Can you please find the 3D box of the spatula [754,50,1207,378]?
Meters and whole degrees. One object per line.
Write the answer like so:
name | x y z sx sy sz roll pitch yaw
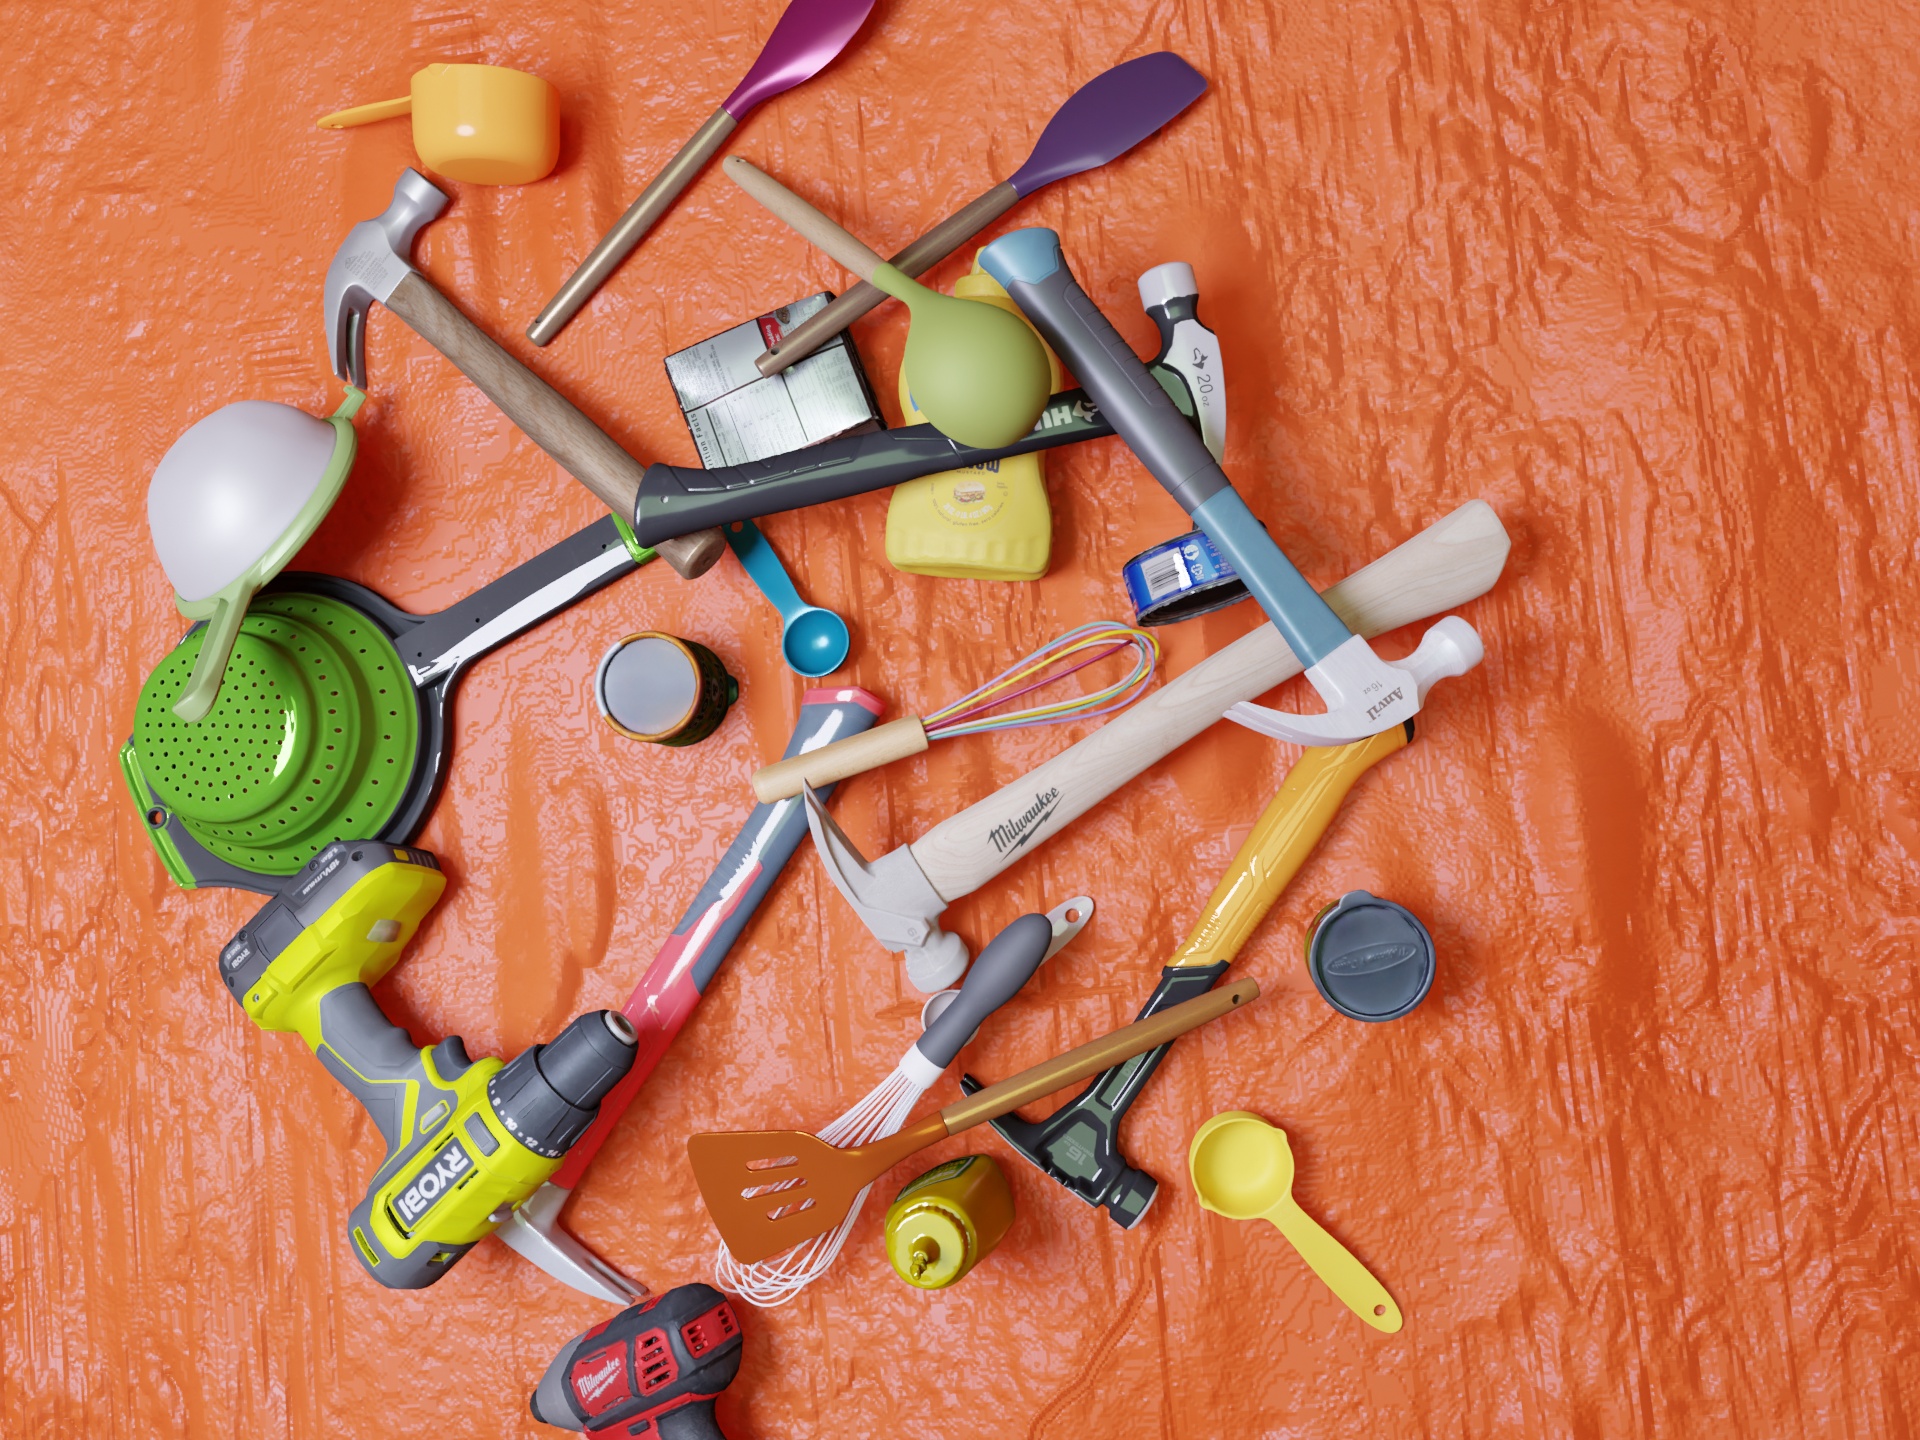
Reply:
spatula | 0.008 -0.298 0.934 0.316 0.018 0.060 -37 64 -5

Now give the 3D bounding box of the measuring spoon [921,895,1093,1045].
measuring spoon | 0.029 0.145 0.927 0.124 0.018 0.034 -40 82 -3

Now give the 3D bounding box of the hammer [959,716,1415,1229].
hammer | 0.140 0.115 0.901 0.127 0.034 0.337 35 91 8

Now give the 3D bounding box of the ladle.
ladle | -0.057 -0.246 0.888 0.078 0.062 0.320 -19 44 -28

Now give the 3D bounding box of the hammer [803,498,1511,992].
hammer | 0.111 -0.008 0.878 0.410 0.038 0.146 -32 114 4

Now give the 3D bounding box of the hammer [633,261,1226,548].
hammer | -0.017 -0.144 0.877 0.335 0.035 0.146 -13 86 0

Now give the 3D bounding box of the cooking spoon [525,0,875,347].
cooking spoon | -0.159 -0.352 0.975 0.319 0.017 0.069 -47 55 6

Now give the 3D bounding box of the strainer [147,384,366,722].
strainer | -0.425 -0.102 0.897 0.151 0.069 0.257 -31 39 18

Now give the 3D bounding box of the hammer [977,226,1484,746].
hammer | 0.124 -0.127 0.835 0.128 0.033 0.331 -36 84 -11

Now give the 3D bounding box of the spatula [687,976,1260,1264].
spatula | 0.012 0.205 0.864 0.322 0.041 0.081 -22 98 -6

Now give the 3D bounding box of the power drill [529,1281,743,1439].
power drill | -0.158 0.441 0.893 0.143 0.078 0.220 -31 78 23

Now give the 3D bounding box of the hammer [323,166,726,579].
hammer | -0.266 -0.194 0.961 0.331 0.031 0.130 41 96 17

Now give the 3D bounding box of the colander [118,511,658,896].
colander | -0.350 -0.034 0.949 0.397 0.094 0.204 -29 83 5

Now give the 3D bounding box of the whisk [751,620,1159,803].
whisk | -0.002 -0.005 0.906 0.245 0.047 0.051 -19 79 -4

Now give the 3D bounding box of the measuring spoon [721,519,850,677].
measuring spoon | -0.107 -0.079 0.961 0.042 0.021 0.129 -36 73 5

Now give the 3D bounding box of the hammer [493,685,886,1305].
hammer | -0.148 0.152 0.937 0.143 0.038 0.386 34 91 8

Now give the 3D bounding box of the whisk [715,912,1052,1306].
whisk | -0.042 0.218 0.895 0.070 0.070 0.284 40 97 9

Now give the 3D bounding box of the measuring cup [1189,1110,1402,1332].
measuring cup | 0.190 0.282 0.892 0.062 0.029 0.156 -43 93 3

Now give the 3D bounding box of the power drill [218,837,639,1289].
power drill | -0.304 0.178 0.912 0.190 0.080 0.229 -44 69 5

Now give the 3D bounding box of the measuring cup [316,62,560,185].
measuring cup | -0.327 -0.358 0.981 0.173 0.095 0.052 -1 93 22
